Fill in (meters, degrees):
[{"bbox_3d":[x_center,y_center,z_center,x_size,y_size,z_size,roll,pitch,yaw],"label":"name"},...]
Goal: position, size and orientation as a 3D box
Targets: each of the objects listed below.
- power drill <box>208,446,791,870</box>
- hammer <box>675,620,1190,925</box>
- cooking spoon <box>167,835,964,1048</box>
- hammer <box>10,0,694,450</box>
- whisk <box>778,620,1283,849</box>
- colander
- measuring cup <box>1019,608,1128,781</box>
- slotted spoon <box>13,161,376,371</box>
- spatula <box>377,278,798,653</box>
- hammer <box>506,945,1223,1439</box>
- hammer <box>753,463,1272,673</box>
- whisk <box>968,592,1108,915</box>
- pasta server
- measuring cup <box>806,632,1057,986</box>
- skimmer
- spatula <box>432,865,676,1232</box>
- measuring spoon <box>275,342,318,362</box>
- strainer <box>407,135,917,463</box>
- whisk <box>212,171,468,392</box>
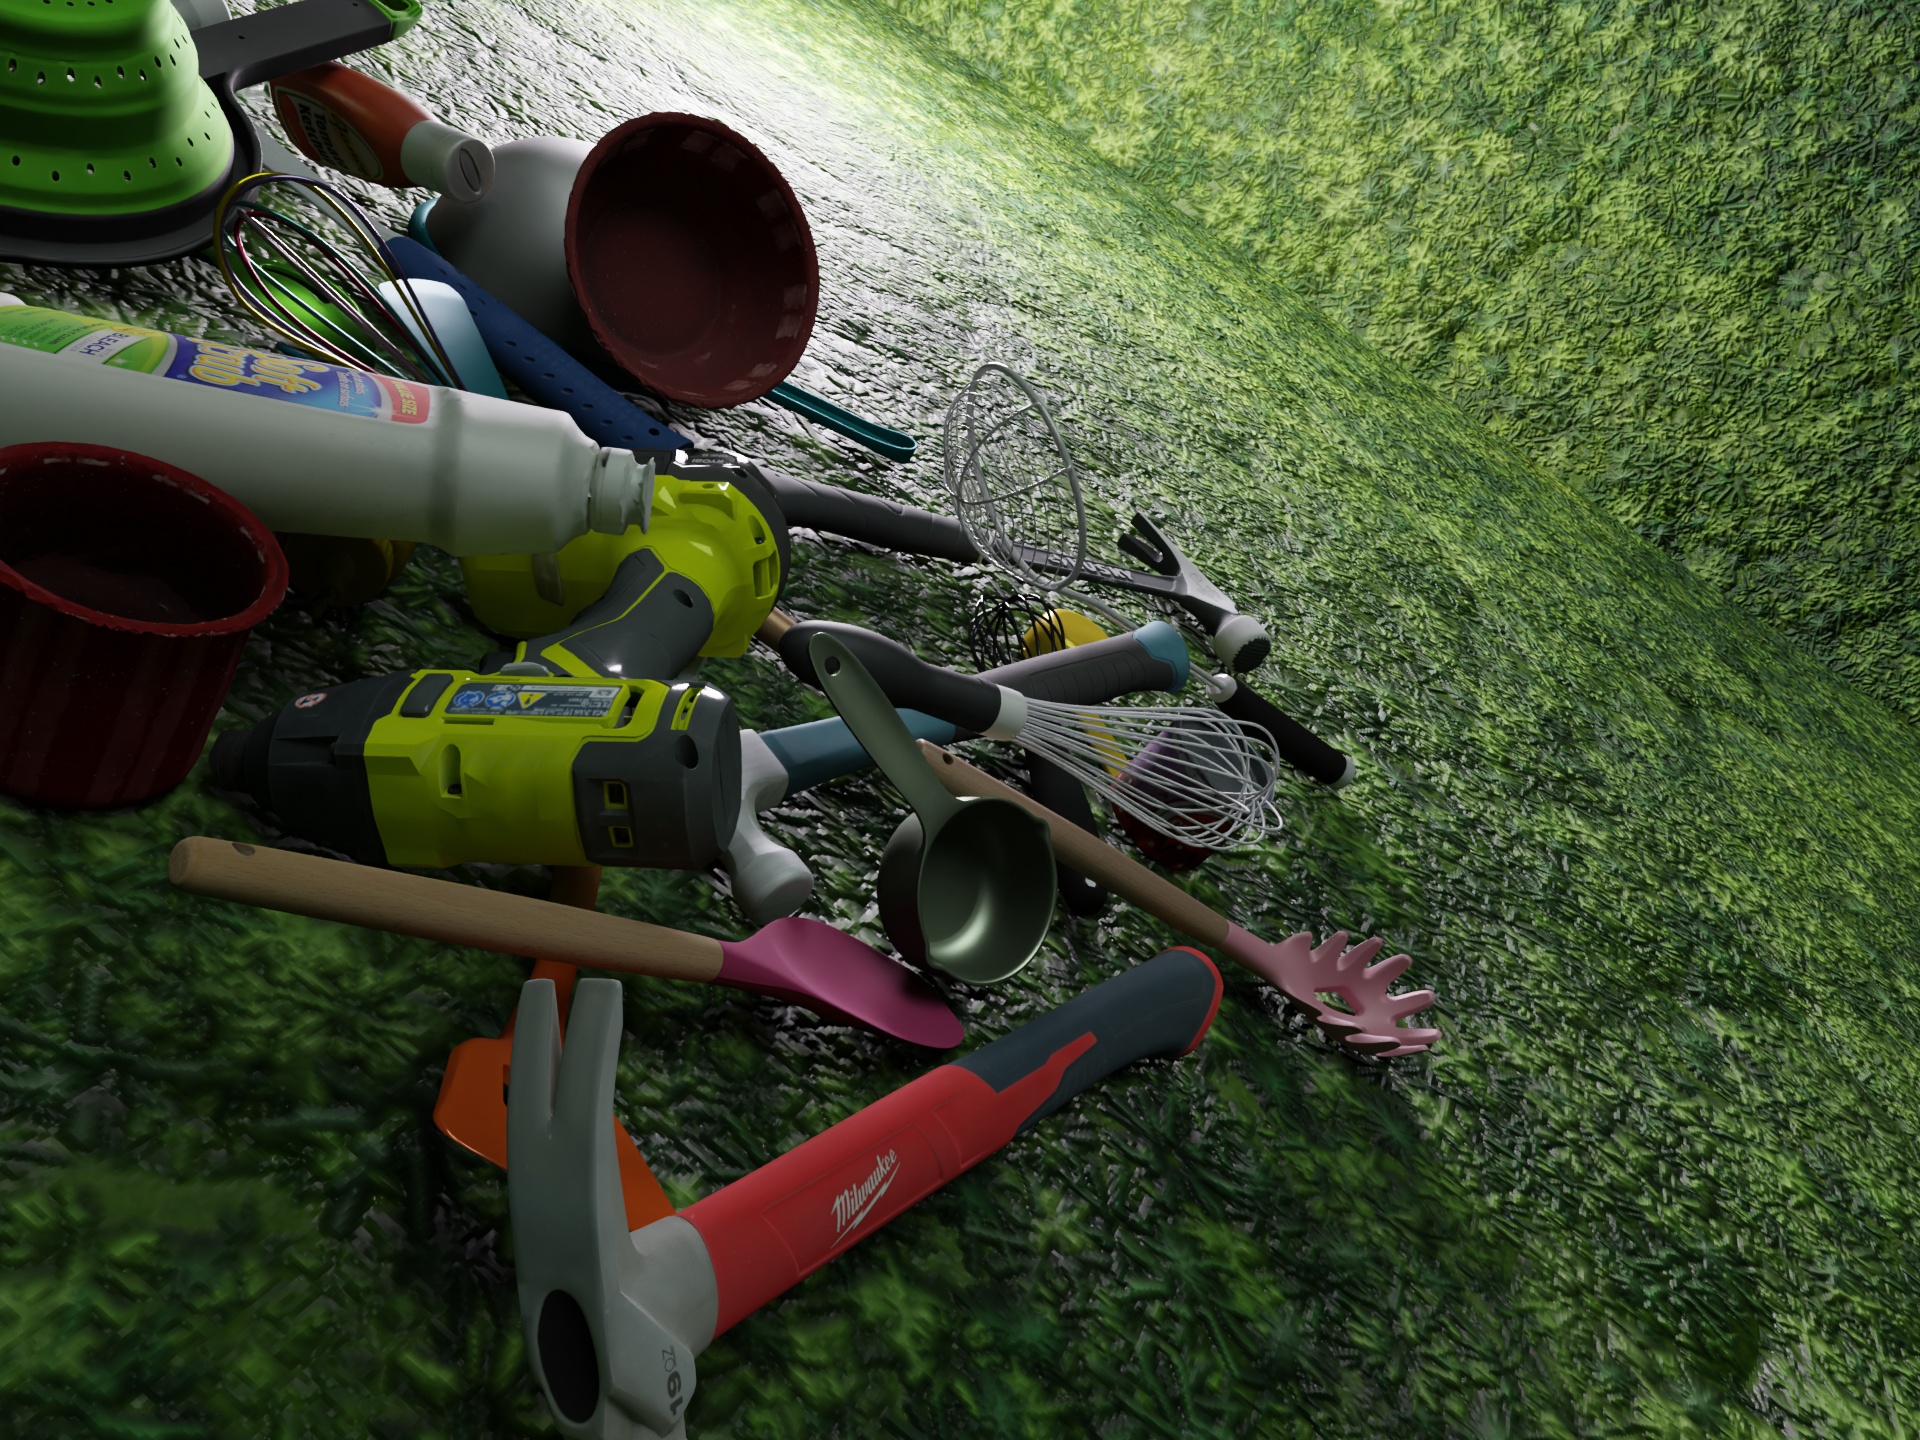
[{"bbox_3d":[-0.155,-0.027,0.592,0.171,0.080,0.223,2,30,4],"label":"power drill"},{"bbox_3d":[-0.001,-0.002,0.744,0.331,0.033,0.128,-16,54,-43],"label":"hammer"},{"bbox_3d":[-0.100,0.074,0.515,0.318,0.017,0.069,24,17,-51],"label":"cooking spoon"},{"bbox_3d":[-0.313,-0.253,0.840,0.405,0.035,0.144,38,41,4],"label":"hammer"},{"bbox_3d":[0.040,0.004,0.700,0.284,0.070,0.070,18,31,-35],"label":"whisk"},{"bbox_3d":[-0.389,-0.345,0.774,0.204,0.094,0.397,33,40,1],"label":"colander"},{"bbox_3d":[0.081,-0.011,0.911,0.062,0.029,0.157,16,32,-32],"label":"measuring cup"},{"bbox_3d":[-0.424,-0.255,0.758,0.313,0.031,0.070,27,15,-10],"label":"slotted spoon"},{"bbox_3d":[-0.149,-0.100,0.775,0.317,0.044,0.082,37,16,-3],"label":"spatula"},{"bbox_3d":[0.002,0.117,0.540,0.386,0.038,0.143,-11,95,-59],"label":"hammer"},{"bbox_3d":[0.027,-0.111,1.011,0.408,0.036,0.149,8,36,-40],"label":"hammer"},{"bbox_3d":[0.043,0.010,0.824,0.055,0.055,0.239,20,35,-26],"label":"whisk"},{"bbox_3d":[0.105,0.083,0.728,0.316,0.040,0.060,32,40,-27],"label":"pasta server"},{"bbox_3d":[-0.022,0.034,0.632,0.083,0.038,0.167,-47,117,-31],"label":"measuring cup"},{"bbox_3d":[0.129,-0.072,0.937,0.363,0.090,0.127,32,1,-30],"label":"skimmer"},{"bbox_3d":[-0.130,0.053,0.562,0.081,0.041,0.323,36,23,-25],"label":"spatula"},{"bbox_3d":[-0.276,-0.143,0.754,0.128,0.021,0.042,29,1,9],"label":"measuring spoon"},{"bbox_3d":[-0.164,-0.270,0.993,0.340,0.095,0.211,24,28,-16],"label":"strainer"},{"bbox_3d":[-0.217,-0.131,0.661,0.244,0.051,0.047,51,37,-55],"label":"whisk"}]
